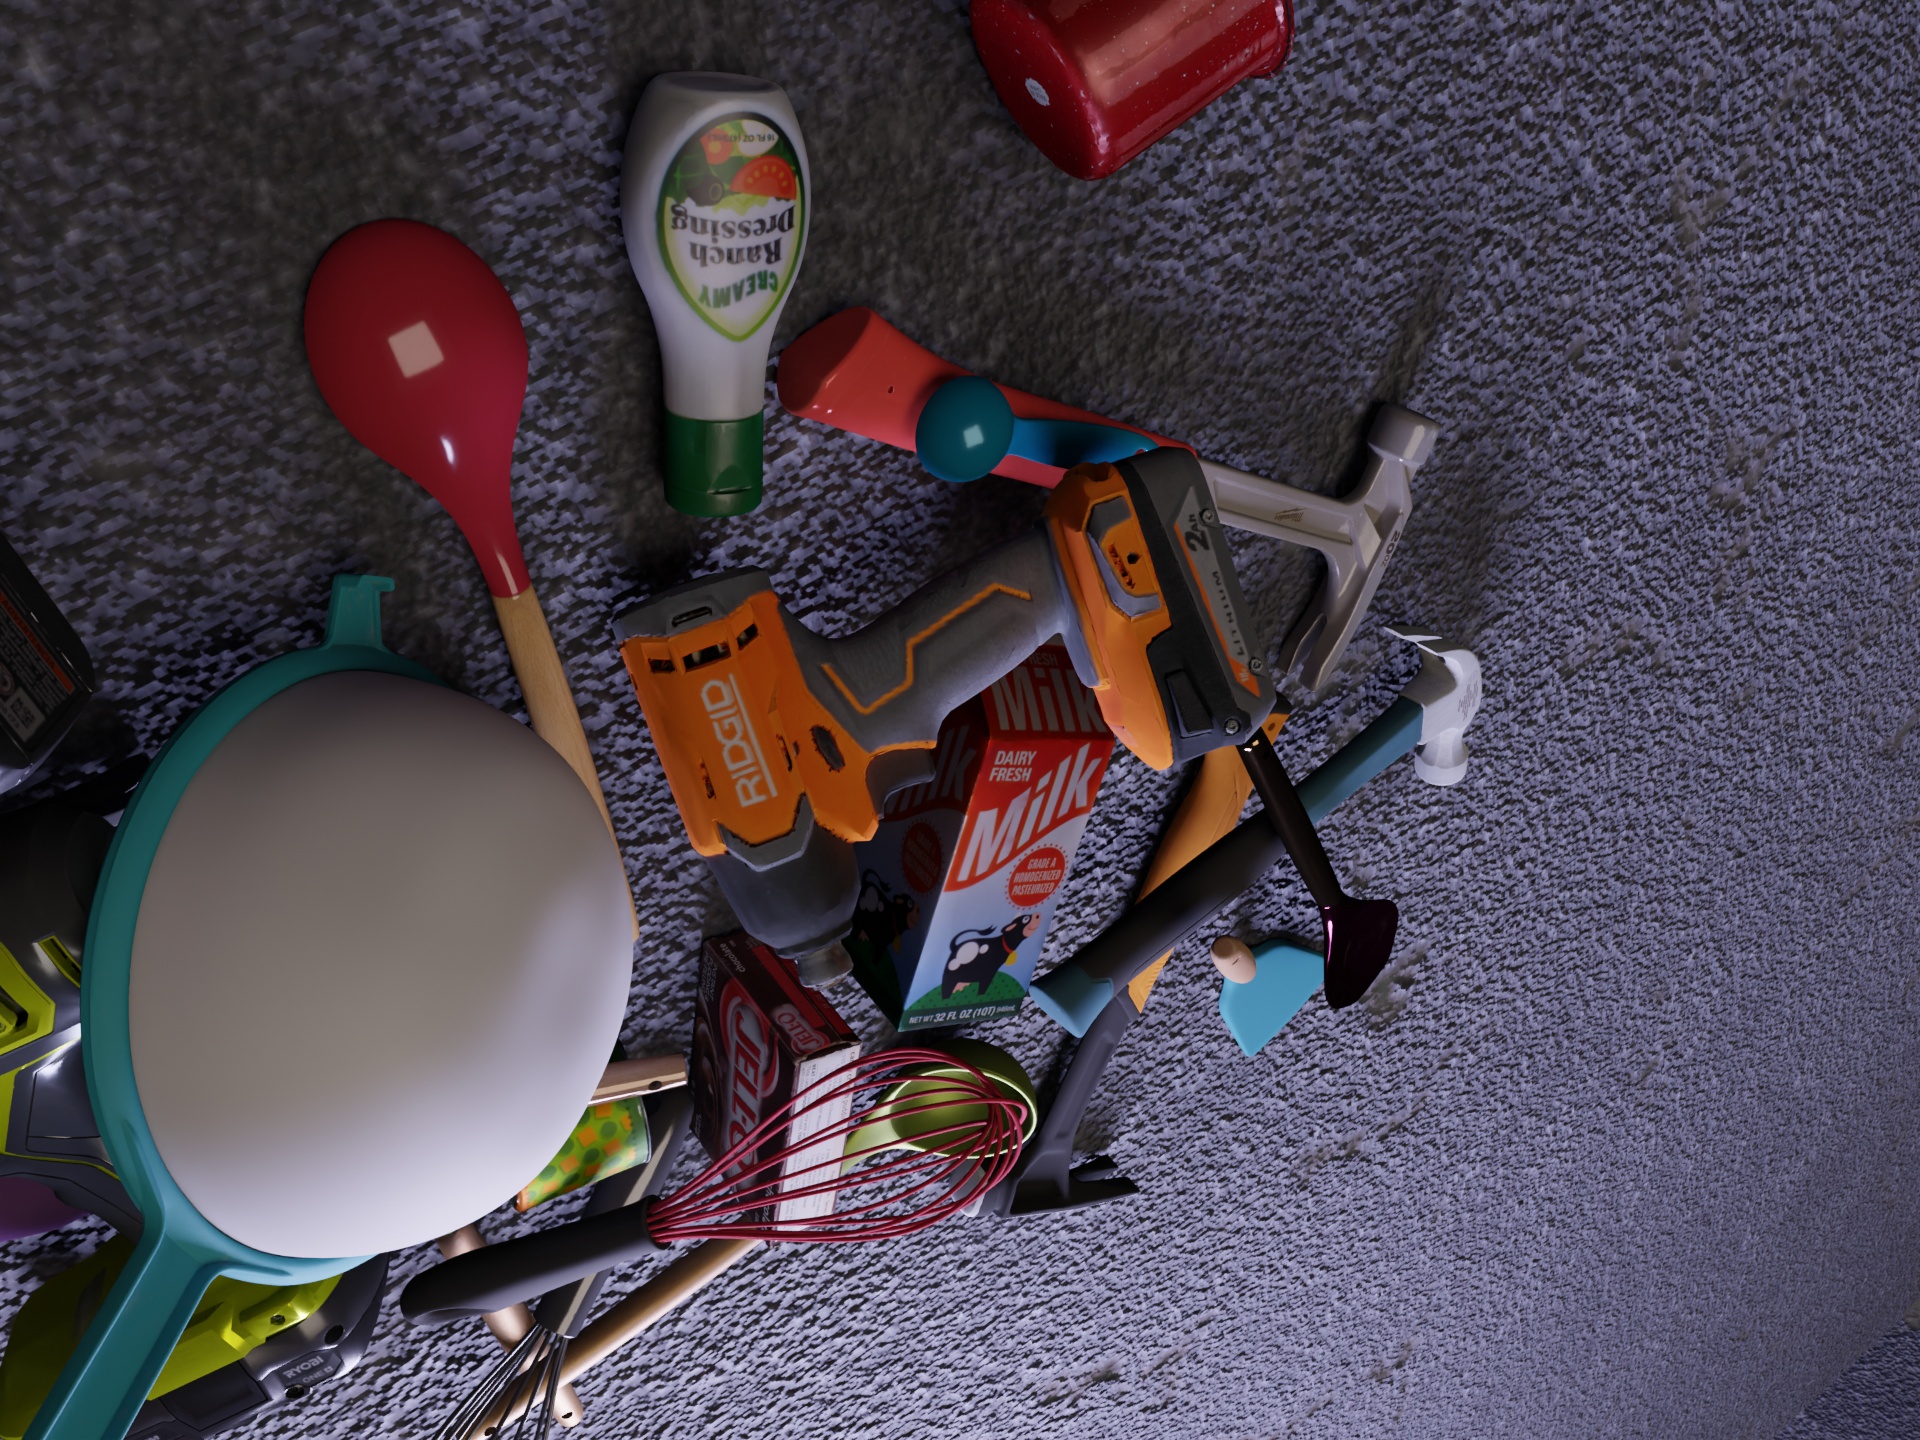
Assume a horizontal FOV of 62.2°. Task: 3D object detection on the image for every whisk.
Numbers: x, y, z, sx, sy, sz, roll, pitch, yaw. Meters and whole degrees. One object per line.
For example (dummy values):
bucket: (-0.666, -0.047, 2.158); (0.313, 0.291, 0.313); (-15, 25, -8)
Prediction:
whisk: (-0.184, 0.275, 0.724); (0.055, 0.055, 0.239); (37, 77, -44)
whisk: (-0.109, 0.201, 0.656); (0.296, 0.073, 0.073); (-22, 135, 15)

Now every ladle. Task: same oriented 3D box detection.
ladle: (-0.100, 0.260, 0.785); (0.320, 0.062, 0.078); (-32, 131, -19)
ladle: (-0.161, -0.028, 0.590); (0.069, 0.031, 0.315); (-26, 132, -22)

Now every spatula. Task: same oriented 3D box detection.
spatula: (0.163, 0.141, 0.873); (0.082, 0.044, 0.317); (-47, 162, 0)
spatula: (-0.261, 0.158, 0.602); (0.316, 0.018, 0.059); (-6, 121, -19)

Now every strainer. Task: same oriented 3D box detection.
strainer: (-0.183, 0.124, 0.482); (0.341, 0.095, 0.210); (-73, 155, -43)

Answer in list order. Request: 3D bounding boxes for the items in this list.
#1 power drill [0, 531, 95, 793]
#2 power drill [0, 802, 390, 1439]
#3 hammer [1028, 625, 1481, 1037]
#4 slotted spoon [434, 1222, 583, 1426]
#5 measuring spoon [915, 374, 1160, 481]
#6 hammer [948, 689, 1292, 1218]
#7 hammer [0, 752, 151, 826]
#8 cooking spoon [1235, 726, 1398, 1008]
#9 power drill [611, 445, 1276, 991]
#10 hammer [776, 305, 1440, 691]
power drill: (-0.361, -0.016, 0.377); (0.226, 0.084, 0.185); (-24, 116, 3)
power drill: (-0.314, 0.149, 0.516); (0.190, 0.080, 0.228); (-25, 126, -3)
hammer: (0.164, 0.058, 0.829); (0.331, 0.033, 0.128); (-34, 137, -26)
slotted spoon: (-0.224, 0.240, 0.715); (0.070, 0.031, 0.313); (-23, 131, -13)
measuring spoon: (0.039, -0.108, 0.634); (0.128, 0.021, 0.042); (1, 117, -38)
hammer: (0.105, 0.133, 0.881); (0.127, 0.034, 0.336); (7, 113, -38)
hammer: (-0.303, -0.123, 0.419); (0.149, 0.036, 0.408); (-8, 122, -34)
cooking spoon: (0.187, 0.080, 0.829); (0.069, 0.017, 0.318); (-50, 144, -9)
power drill: (-0.001, -0.002, 0.616); (0.226, 0.084, 0.164); (-19, 94, -6)
hammer: (0.074, -0.103, 0.706); (0.358, 0.037, 0.149); (7, 113, -39)
